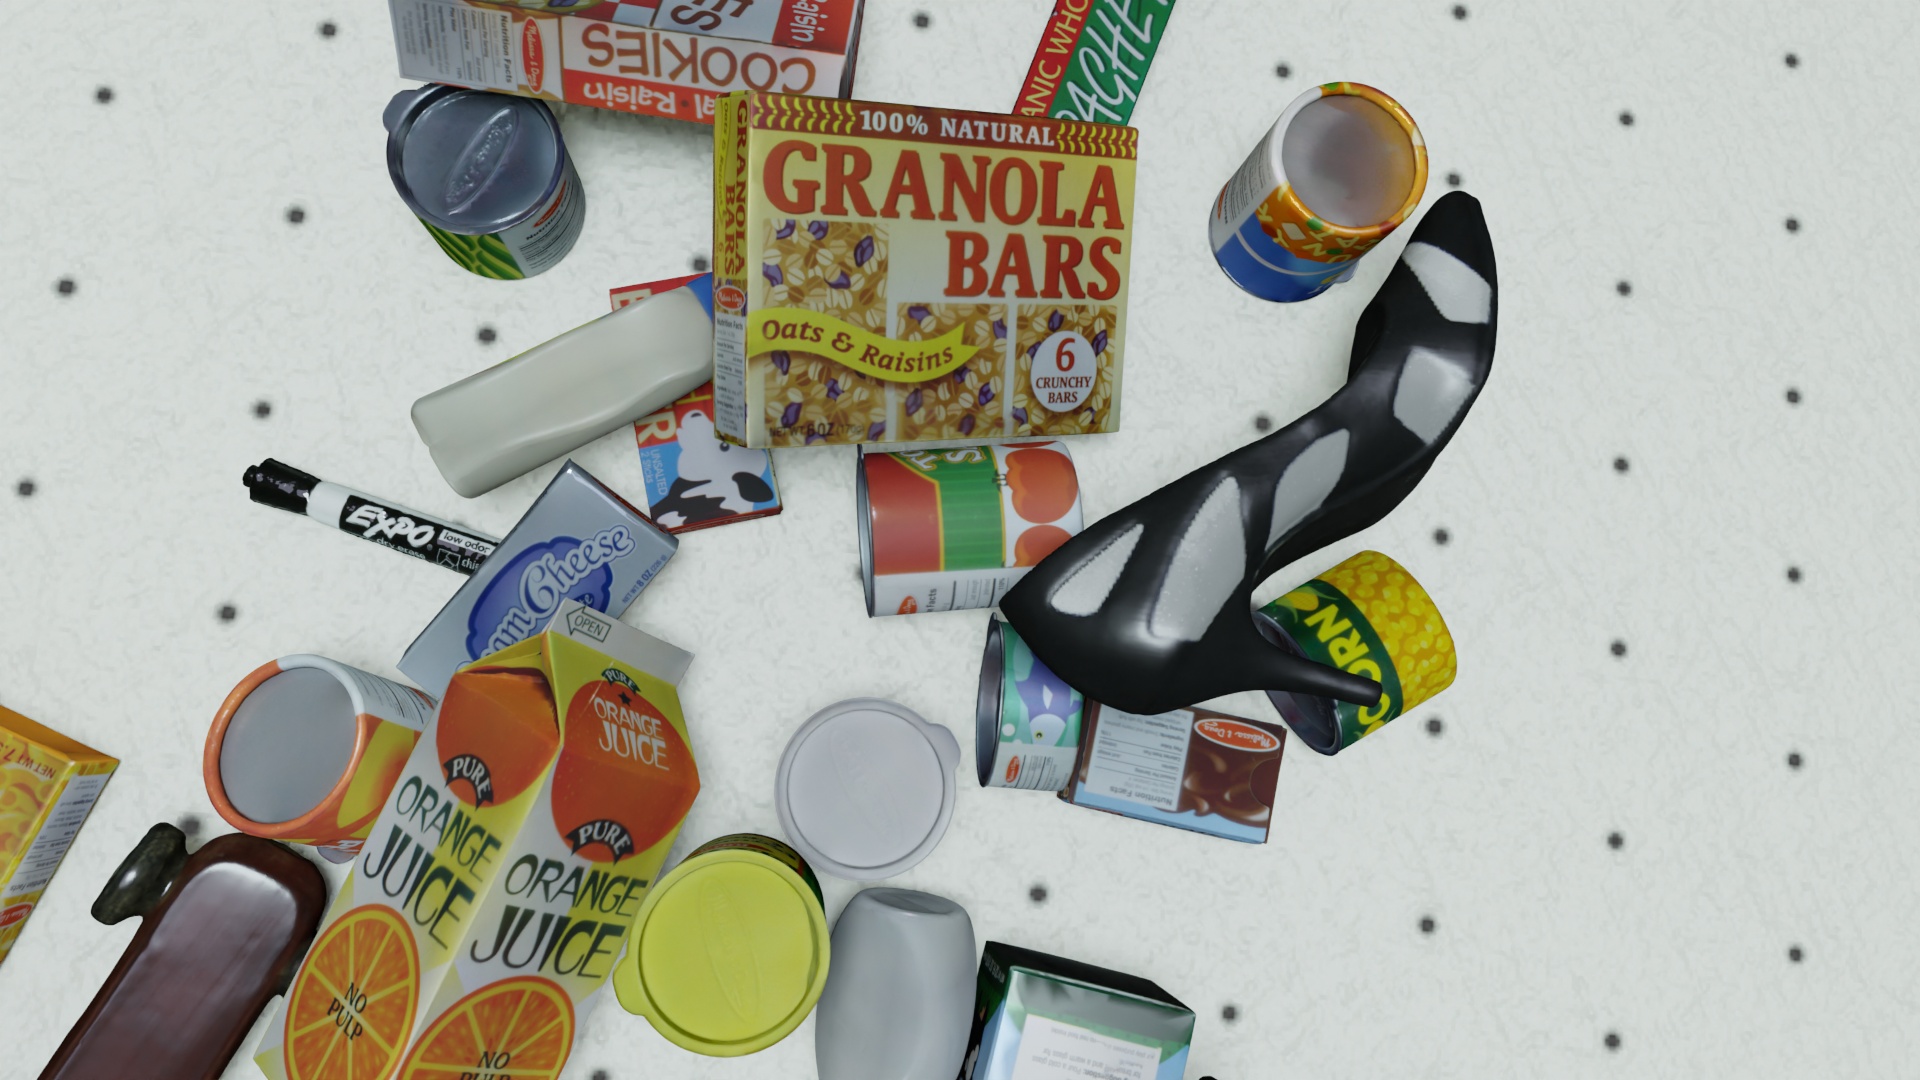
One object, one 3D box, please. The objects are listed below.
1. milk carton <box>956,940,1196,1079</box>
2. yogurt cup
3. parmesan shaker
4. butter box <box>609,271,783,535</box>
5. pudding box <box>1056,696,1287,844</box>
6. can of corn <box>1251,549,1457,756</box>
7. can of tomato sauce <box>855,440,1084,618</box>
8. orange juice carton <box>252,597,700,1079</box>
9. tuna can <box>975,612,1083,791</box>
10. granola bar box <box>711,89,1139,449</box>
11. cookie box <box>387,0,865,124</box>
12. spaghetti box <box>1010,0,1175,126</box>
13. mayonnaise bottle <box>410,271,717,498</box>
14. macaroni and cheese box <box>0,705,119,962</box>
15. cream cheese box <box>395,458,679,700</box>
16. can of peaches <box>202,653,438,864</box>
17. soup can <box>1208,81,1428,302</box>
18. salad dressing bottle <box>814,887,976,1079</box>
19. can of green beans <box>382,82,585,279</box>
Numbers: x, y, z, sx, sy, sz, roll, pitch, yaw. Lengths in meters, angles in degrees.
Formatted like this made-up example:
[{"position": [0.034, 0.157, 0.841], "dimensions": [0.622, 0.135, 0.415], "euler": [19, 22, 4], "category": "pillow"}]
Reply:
[{"position": [0.024, 0.256, 0.517], "dimensions": [0.073, 0.072, 0.191], "euler": [16, 79, -4], "category": "milk carton"}, {"position": [-0.038, 0.096, 0.542], "dimensions": [0.072, 0.054, 0.072], "euler": [1, 82, -6], "category": "yogurt cup"}, {"position": [-0.084, 0.143, 0.505], "dimensions": [0.071, 0.103, 0.071], "euler": [1, 82, -7], "category": "parmesan shaker"}, {"position": [-0.109, -0.056, 0.572], "dimensions": [0.053, 0.024, 0.103], "euler": [-12, 83, -8], "category": "butter box"}, {"position": [0.086, 0.092, 0.569], "dimensions": [0.084, 0.030, 0.050], "euler": [13, 79, -4], "category": "pudding box"}, {"position": [0.158, 0.045, 0.563], "dimensions": [0.058, 0.071, 0.071], "euler": [-28, 86, -10], "category": "can of corn"}, {"position": [0.002, -0.007, 0.556], "dimensions": [0.083, 0.071, 0.071], "euler": [-4, 82, -8], "category": "can of tomato sauce"}, {"position": [-0.161, 0.117, 0.497], "dimensions": [0.073, 0.071, 0.193], "euler": [20, 81, 38], "category": "orange juice carton"}, {"position": [0.027, 0.063, 0.549], "dimensions": [0.033, 0.071, 0.071], "euler": [6, 81, -6], "category": "tuna can"}, {"position": [-0.012, -0.101, 0.532], "dimensions": [0.166, 0.039, 0.124], "euler": [-5, 104, -31], "category": "granola bar box"}, {"position": [-0.123, -0.217, 0.557], "dimensions": [0.167, 0.040, 0.123], "euler": [7, 45, -5], "category": "cookie box"}, {"position": [0.074, -0.252, 0.619], "dimensions": [0.050, 0.028, 0.250], "euler": [22, 80, -4], "category": "spaghetti box"}, {"position": [-0.130, -0.066, 0.528], "dimensions": [0.148, 0.064, 0.041], "euler": [-29, 95, -13], "category": "mayonnaise bottle"}, {"position": [-0.412, 0.130, 0.503], "dimensions": [0.124, 0.040, 0.167], "euler": [26, 79, -2], "category": "macaroni and cheese box"}, {"position": [-0.163, 0.024, 0.537], "dimensions": [0.053, 0.024, 0.104], "euler": [40, 93, -15], "category": "cream cheese box"}, {"position": [-0.232, 0.082, 0.510], "dimensions": [0.071, 0.058, 0.071], "euler": [-4, 70, 12], "category": "can of peaches"}, {"position": [0.151, -0.143, 0.584], "dimensions": [0.071, 0.083, 0.071], "euler": [1, 82, -7], "category": "soup can"}, {"position": [-0.031, 0.210, 0.527], "dimensions": [0.044, 0.064, 0.147], "euler": [13, 86, -48], "category": "salad dressing bottle"}, {"position": [-0.188, -0.145, 0.559], "dimensions": [0.071, 0.057, 0.071], "euler": [1, 82, -6], "category": "can of green beans"}]
